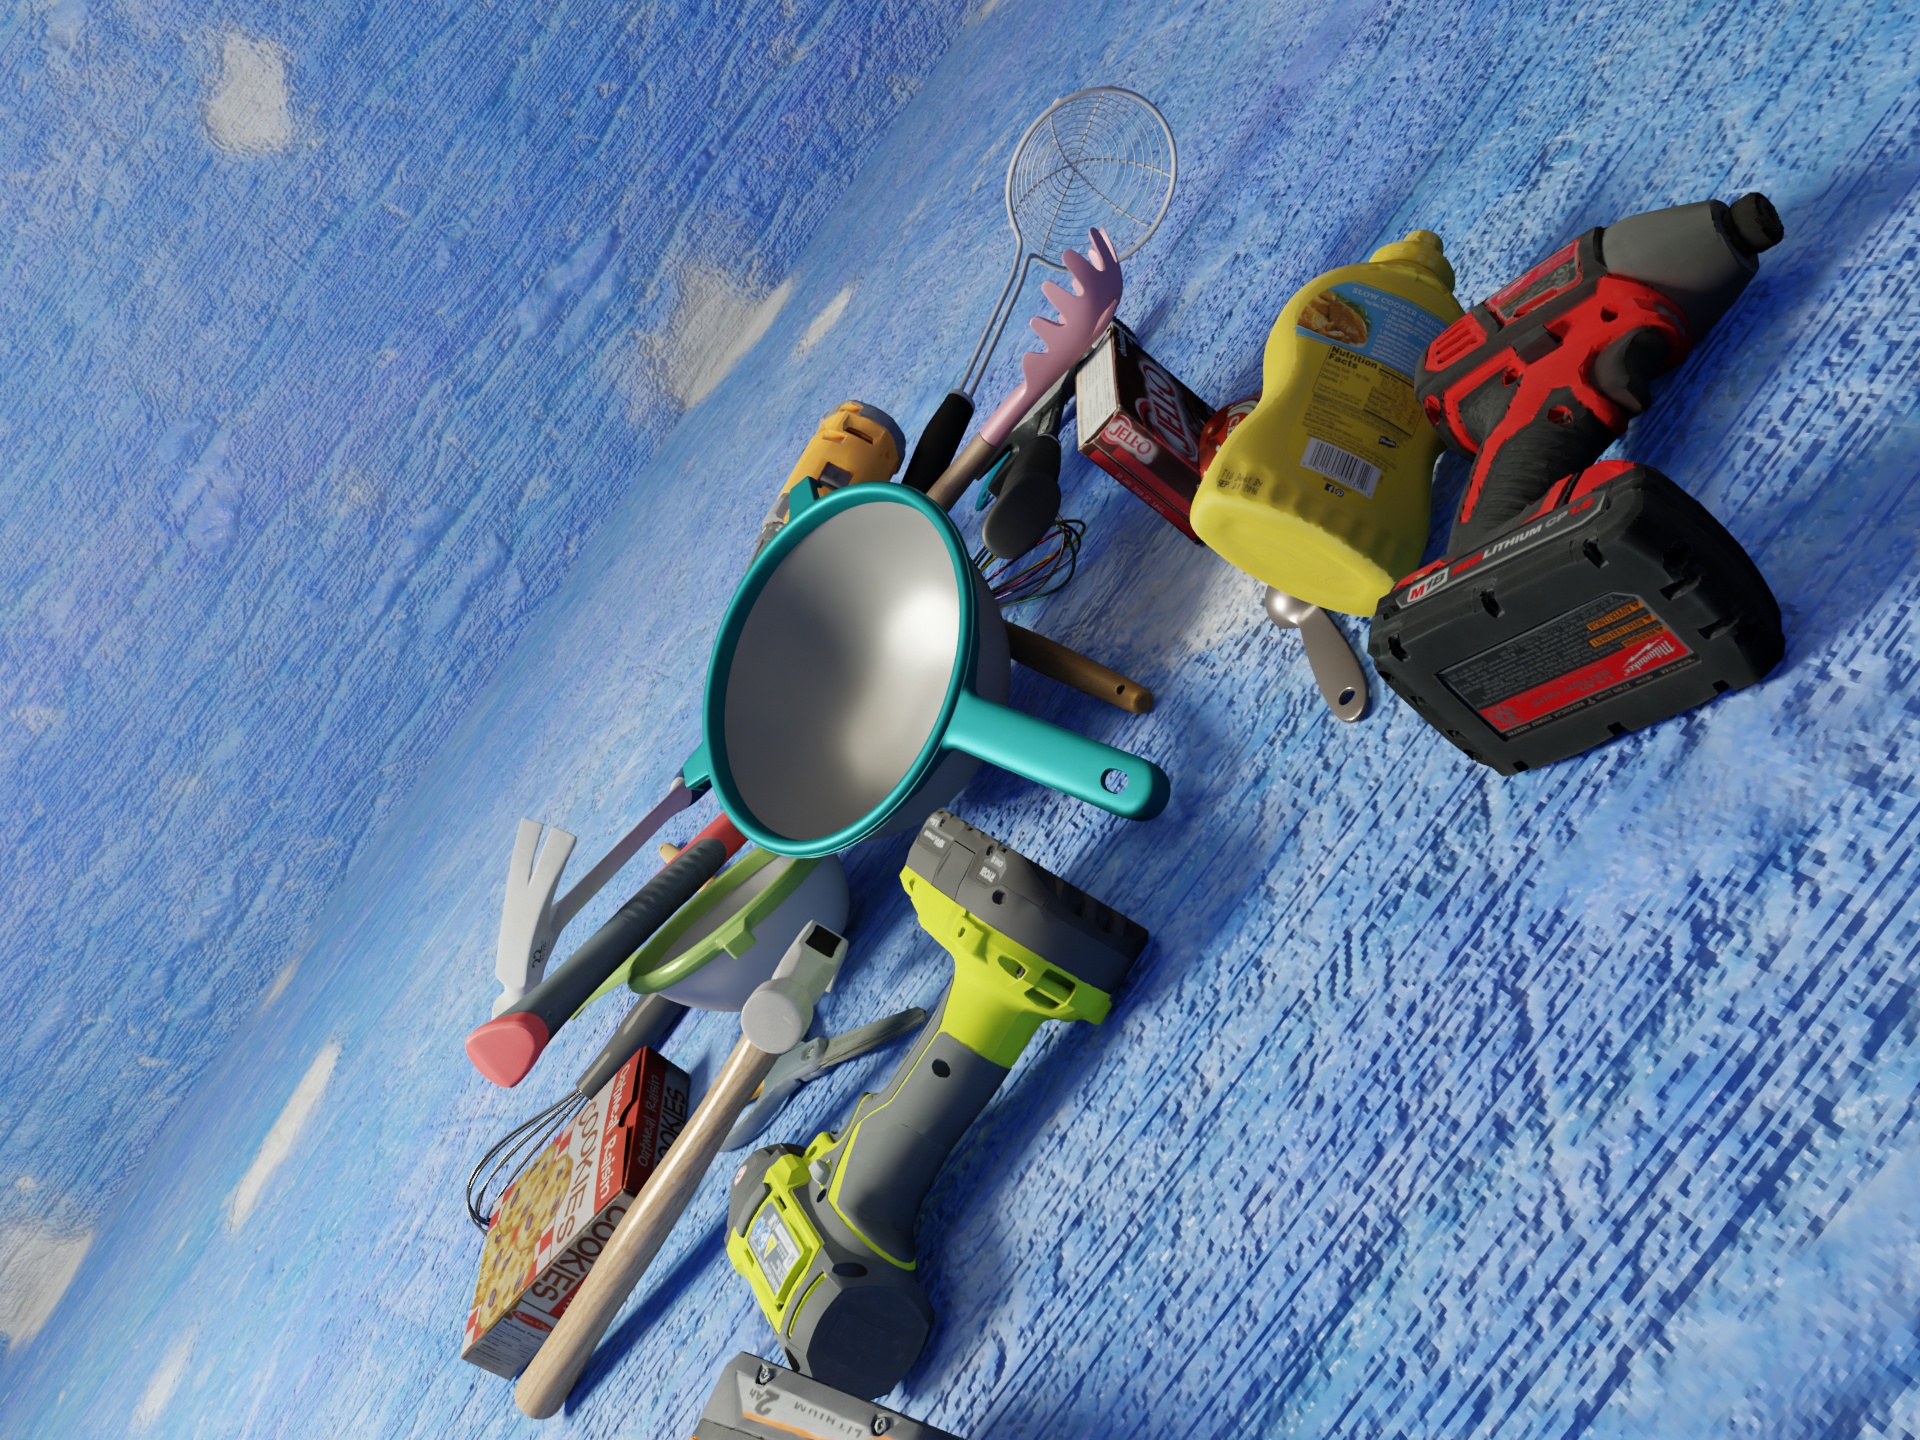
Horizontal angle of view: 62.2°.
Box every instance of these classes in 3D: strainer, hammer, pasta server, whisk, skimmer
[{"bbox_3d":[-0.001,-0.003,0.844,0.341,0.095,0.211,22,91,45],"label":"strainer"},{"bbox_3d":[-0.154,0.078,0.971,0.143,0.038,0.386,-27,15,51],"label":"hammer"},{"bbox_3d":[-0.005,-0.151,0.936,0.316,0.040,0.060,-48,-3,26],"label":"pasta server"},{"bbox_3d":[-0.152,0.149,0.958,0.256,0.069,0.151,-33,11,36],"label":"strainer"},{"bbox_3d":[-0.191,0.049,1.067,0.406,0.035,0.144,-54,-21,-59],"label":"hammer"},{"bbox_3d":[-0.148,0.238,0.823,0.331,0.031,0.130,-58,-1,19],"label":"hammer"},{"bbox_3d":[0.003,-0.075,1.043,0.047,0.051,0.245,-44,7,-39],"label":"whisk"},{"bbox_3d":[-0.250,0.249,1.072,0.239,0.055,0.055,-51,22,-3],"label":"whisk"},{"bbox_3d":[0.045,-0.161,0.955,0.149,0.036,0.409,-47,9,19],"label":"hammer"},{"bbox_3d":[0.043,-0.264,1.058,0.090,0.127,0.363,0,58,43],"label":"skimmer"}]

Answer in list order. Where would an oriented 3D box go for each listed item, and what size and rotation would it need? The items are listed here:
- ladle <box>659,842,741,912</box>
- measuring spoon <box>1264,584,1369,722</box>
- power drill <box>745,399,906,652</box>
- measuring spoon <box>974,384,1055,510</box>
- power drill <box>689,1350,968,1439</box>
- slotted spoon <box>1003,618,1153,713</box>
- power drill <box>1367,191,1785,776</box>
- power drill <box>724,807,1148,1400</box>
[{"bbox_3d":[-0.186,0.119,1.152,0.069,0.031,0.315,-55,20,-8],"label":"ladle"},{"bbox_3d":[0.155,-0.037,0.696,0.034,0.018,0.124,-45,24,22],"label":"measuring spoon"},{"bbox_3d":[-0.110,-0.088,1.076,0.226,0.084,0.185,119,177,-66],"label":"power drill"},{"bbox_3d":[0.049,-0.208,1.174,0.128,0.021,0.042,-61,22,8],"label":"measuring spoon"},{"bbox_3d":[-0.051,0.332,0.488,0.164,0.084,0.227,-2,58,45],"label":"power drill"},{"bbox_3d":[0.019,-0.049,0.923,0.070,0.031,0.314,-60,32,0],"label":"slotted spoon"},{"bbox_3d":[0.226,-0.098,0.571,0.143,0.078,0.220,-31,29,44],"label":"power drill"},{"bbox_3d":[-0.024,0.158,0.703,0.223,0.080,0.171,-59,22,-3],"label":"power drill"}]
